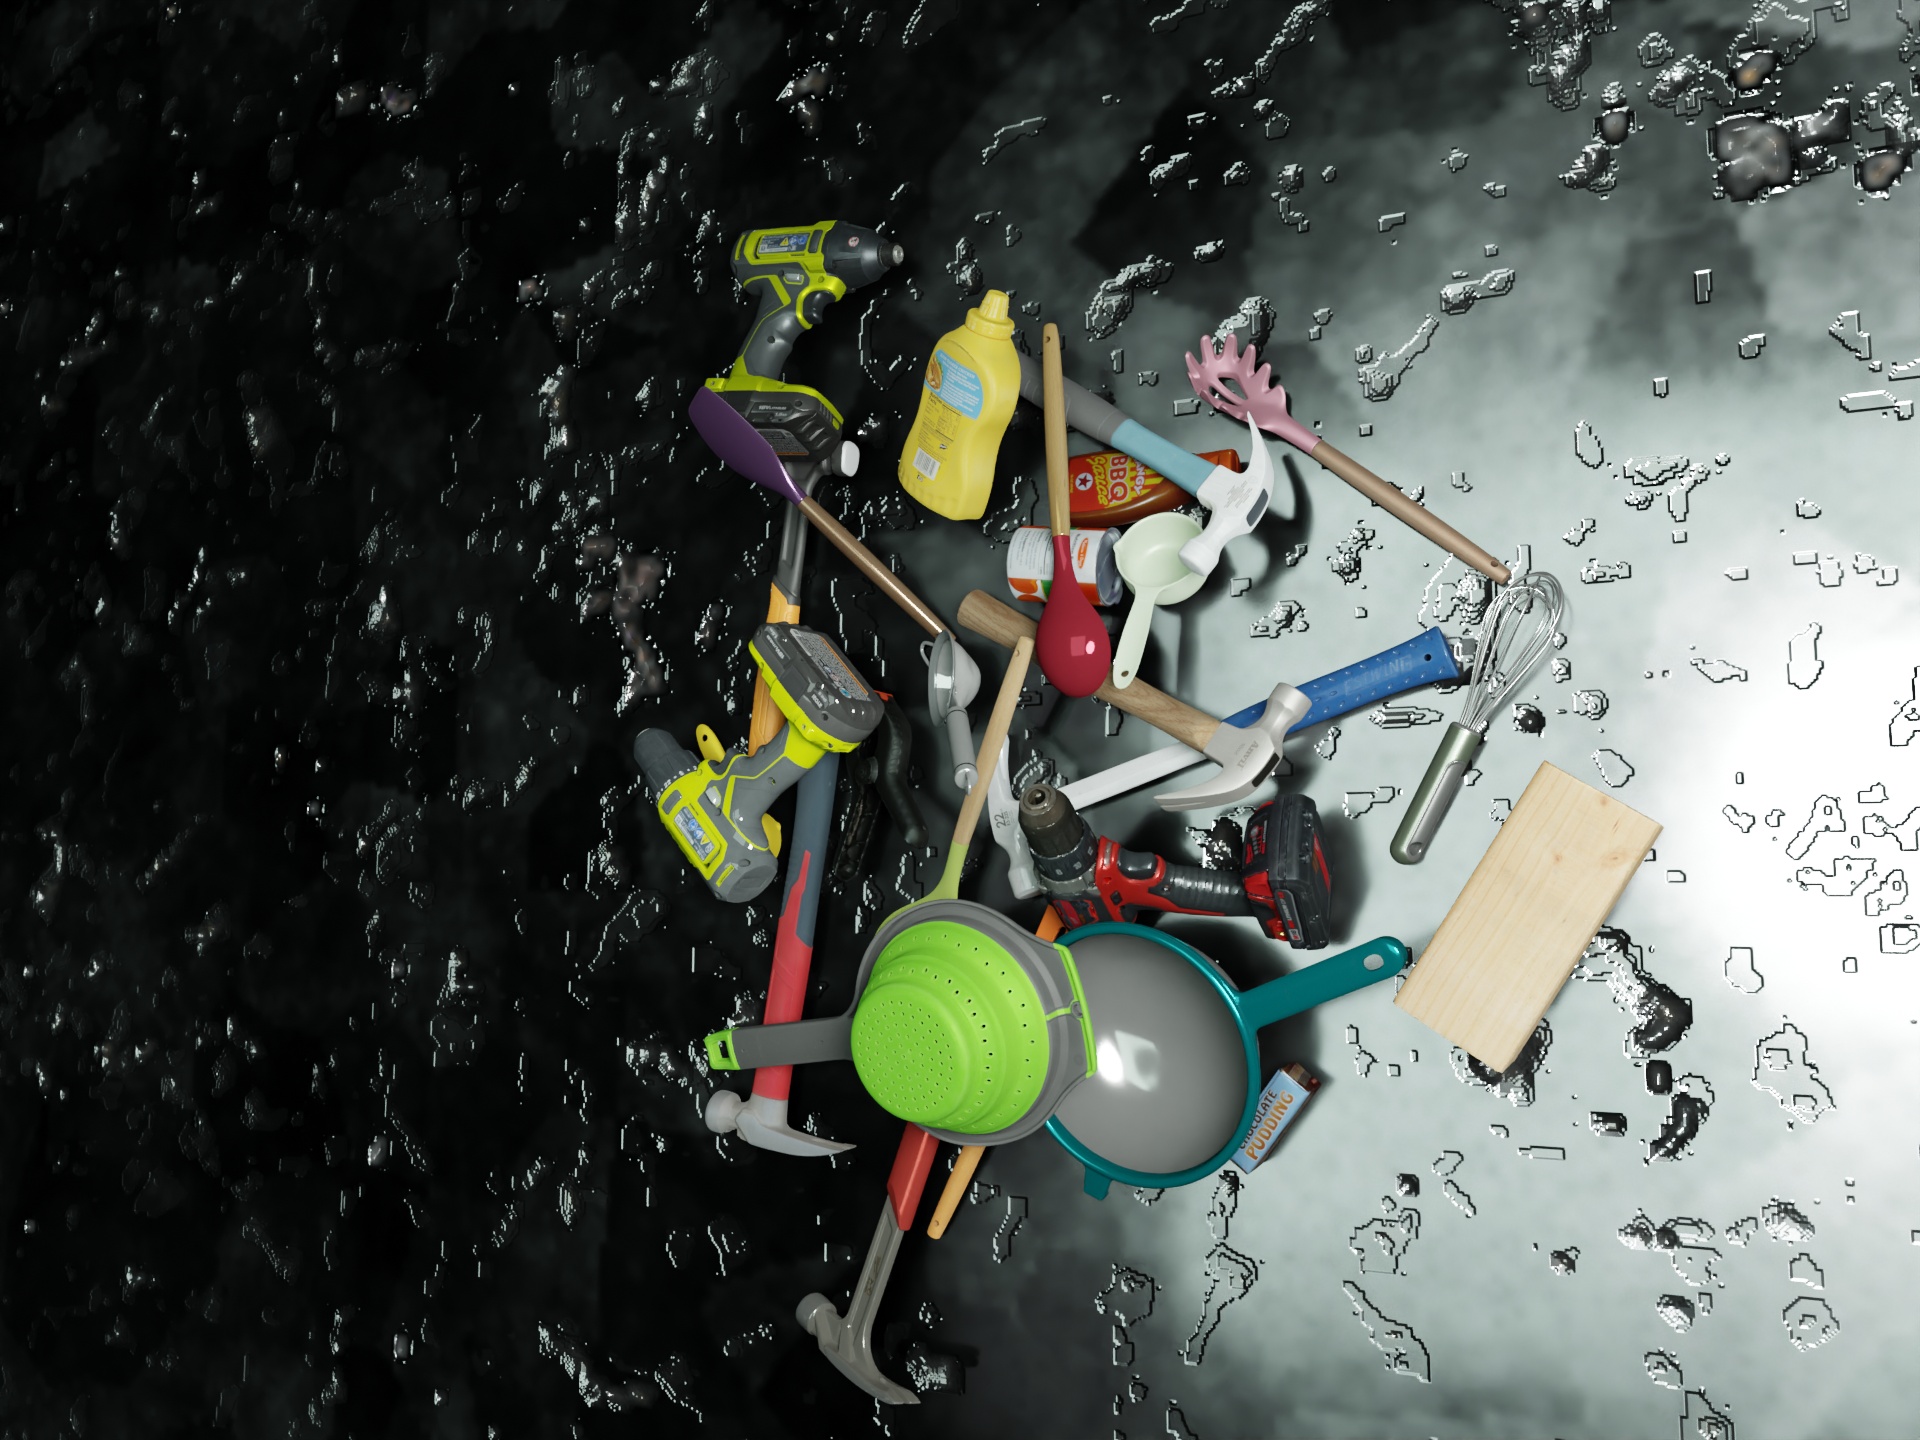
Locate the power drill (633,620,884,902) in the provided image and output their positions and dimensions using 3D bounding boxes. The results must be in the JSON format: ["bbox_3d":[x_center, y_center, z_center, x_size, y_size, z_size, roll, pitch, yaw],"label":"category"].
[{"bbox_3d":[-0.192,0.023,1.427,0.228,0.080,0.191,-49,63,19],"label":"power drill"}]

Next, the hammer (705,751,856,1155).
[{"bbox_3d":[-0.136,0.194,1.440,0.143,0.038,0.386,8,88,25],"label":"hammer"}]

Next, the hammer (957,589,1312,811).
[{"bbox_3d":[0.119,-0.030,1.311,0.332,0.031,0.130,31,83,36],"label":"hammer"}]

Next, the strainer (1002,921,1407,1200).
[{"bbox_3d":[0.200,0.226,1.225,0.340,0.095,0.211,-30,82,31],"label":"strainer"}]

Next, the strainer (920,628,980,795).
[{"bbox_3d":[-0.002,-0.004,1.328,0.050,0.259,0.086,7,117,-8],"label":"strainer"}]

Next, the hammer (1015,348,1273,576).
[{"bbox_3d":[0.125,-0.245,1.330,0.128,0.033,0.331,-49,54,-3],"label":"hammer"}]

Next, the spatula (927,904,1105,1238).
[{"bbox_3d":[0.045,0.299,1.352,0.081,0.041,0.322,29,101,25],"label":"spatula"}]

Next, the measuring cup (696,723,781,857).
[{"bbox_3d":[-0.221,0.070,1.498,0.062,0.029,0.157,-33,73,19],"label":"measuring cup"}]

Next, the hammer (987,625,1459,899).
[{"bbox_3d":[0.201,0.014,1.300,0.405,0.035,0.144,-23,75,22],"label":"hammer"}]

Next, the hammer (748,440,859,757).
[{"bbox_3d":[-0.174,-0.098,1.492,0.127,0.034,0.337,5,87,25],"label":"hammer"}]

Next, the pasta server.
[{"bbox_3d":[0.307,-0.207,1.272,0.060,0.040,0.316,-44,67,-13],"label":"pasta server"}]

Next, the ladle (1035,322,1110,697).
[{"bbox_3d":[0.083,-0.176,1.307,0.069,0.031,0.315,-9,79,33],"label":"ladle"}]

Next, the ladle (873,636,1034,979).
[{"bbox_3d":[-0.001,0.079,1.350,0.078,0.062,0.320,30,108,42],"label":"ladle"}]

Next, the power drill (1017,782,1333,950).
[{"bbox_3d":[0.162,0.108,1.230,0.227,0.187,0.080,-3,52,22],"label":"power drill"}]

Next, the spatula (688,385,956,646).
[{"bbox_3d":[-0.123,-0.177,1.419,0.316,0.018,0.059,43,139,-1],"label":"spatula"}]

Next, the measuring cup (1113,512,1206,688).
[{"bbox_3d":[0.156,-0.092,1.302,0.083,0.038,0.168,8,66,26],"label":"measuring cup"}]

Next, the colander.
[{"bbox_3d":[-0.085,0.266,1.301,0.397,0.094,0.204,-14,90,34],"label":"colander"}]

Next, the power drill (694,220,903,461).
[{"bbox_3d":[-0.150,-0.356,1.469,0.171,0.080,0.223,5,73,27],"label":"power drill"}]

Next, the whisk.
[{"bbox_3d":[0.388,0.000,1.207,0.246,0.057,0.059,-66,30,10],"label":"whisk"}]

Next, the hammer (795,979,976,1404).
[{"bbox_3d":[-0.036,0.384,1.355,0.149,0.036,0.359,19,90,48],"label":"hammer"}]
